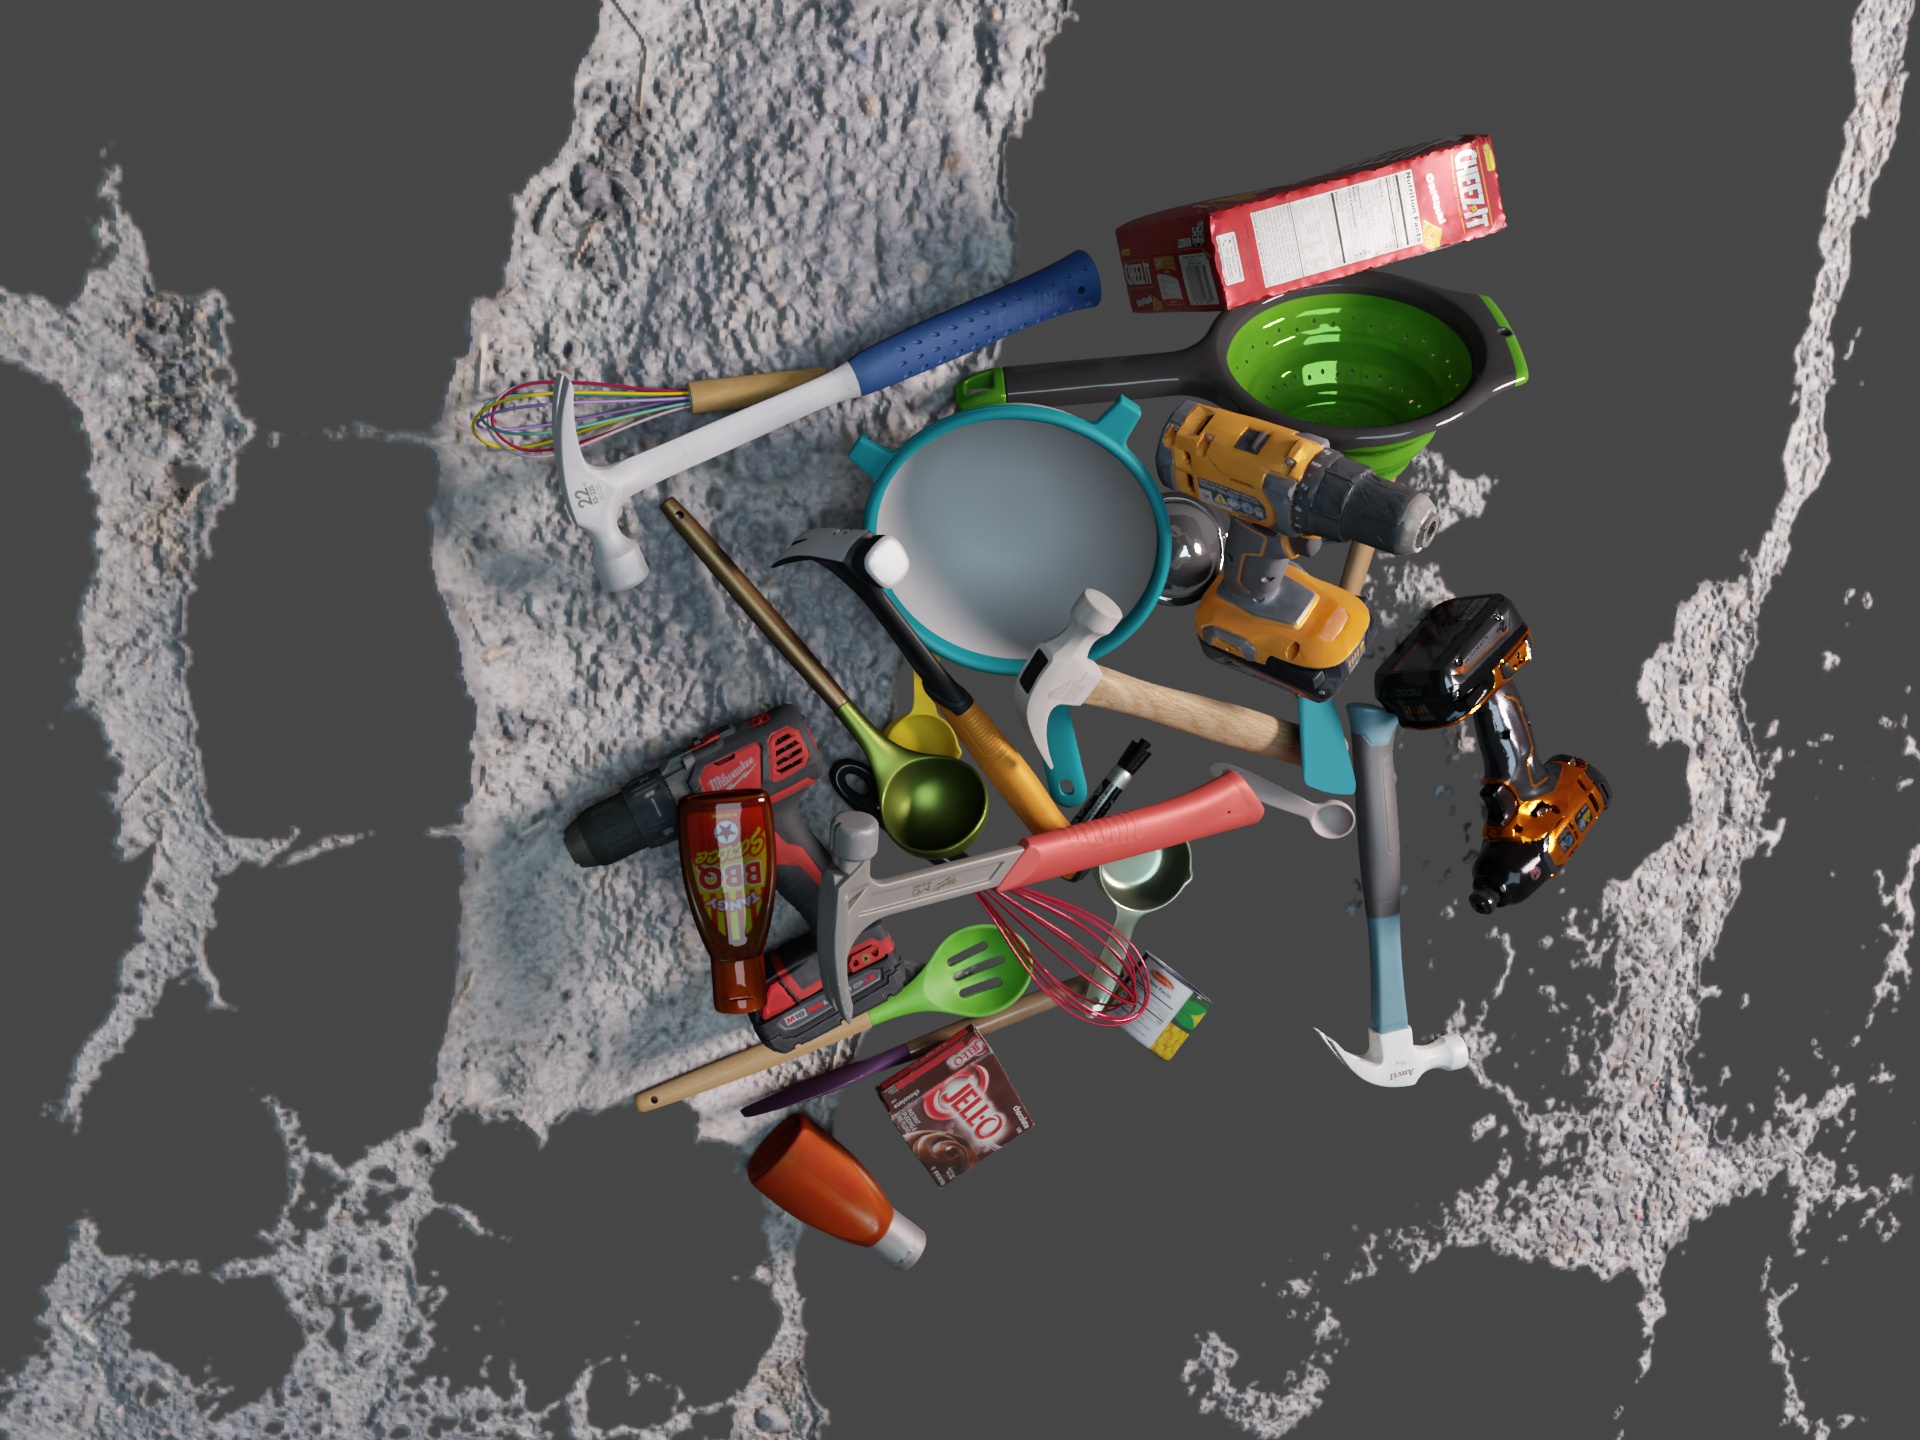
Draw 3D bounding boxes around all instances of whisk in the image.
[{"bbox_3d":[-0.206,-0.215,1.080,0.245,0.051,0.047,-11,124,-17],"label":"whisk"},{"bbox_3d":[0.021,0.125,1.178,0.296,0.073,0.073,39,89,-4],"label":"whisk"}]

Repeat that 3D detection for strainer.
[{"bbox_3d":[0.054,-0.091,1.149,0.211,0.095,0.340,-6,127,11],"label":"strainer"},{"bbox_3d":[0.227,-0.139,1.212,0.258,0.050,0.087,-8,93,-17],"label":"strainer"}]

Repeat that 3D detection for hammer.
[{"bbox_3d":[0.171,-0.002,1.166,0.331,0.031,0.130,14,123,-39],"label":"hammer"},{"bbox_3d":[-0.084,-0.234,1.083,0.405,0.035,0.144,-27,121,-15],"label":"hammer"},{"bbox_3d":[0.065,0.103,1.125,0.359,0.037,0.149,-11,119,-29],"label":"hammer"},{"bbox_3d":[0.346,0.145,1.302,0.128,0.033,0.331,-10,103,-14],"label":"hammer"},{"bbox_3d":[-0.002,-0.004,1.125,0.034,0.127,0.336,-49,122,-20],"label":"hammer"}]

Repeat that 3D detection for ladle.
[{"bbox_3d":[-0.098,-0.032,1.109,0.078,0.062,0.320,-42,98,-15],"label":"ladle"}]

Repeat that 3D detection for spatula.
[{"bbox_3d":[0.308,-0.103,1.211,0.082,0.044,0.317,11,96,-48],"label":"spatula"},{"bbox_3d":[-0.016,0.245,1.216,0.316,0.060,0.018,-18,90,-16],"label":"spatula"}]

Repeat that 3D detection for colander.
[{"bbox_3d":[0.196,-0.226,1.155,0.397,0.205,0.094,-5,137,1],"label":"colander"}]

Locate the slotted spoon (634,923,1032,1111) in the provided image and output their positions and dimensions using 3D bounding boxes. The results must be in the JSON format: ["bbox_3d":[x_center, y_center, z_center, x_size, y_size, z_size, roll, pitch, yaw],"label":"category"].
[{"bbox_3d":[-0.094,0.231,1.200,0.313,0.031,0.070,-20,90,-9],"label":"slotted spoon"}]

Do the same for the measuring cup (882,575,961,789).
[{"bbox_3d":[-0.031,-0.027,1.172,0.062,0.029,0.156,3,90,-20],"label":"measuring cup"}]

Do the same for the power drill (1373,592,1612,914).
[{"bbox_3d":[0.418,0.033,1.255,0.164,0.084,0.226,-43,111,-27],"label":"power drill"}]

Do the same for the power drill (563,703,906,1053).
[{"bbox_3d":[-0.157,0.121,1.137,0.188,0.080,0.226,-26,104,-9],"label":"power drill"}]

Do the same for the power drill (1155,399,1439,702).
[{"bbox_3d":[0.233,-0.107,1.077,0.084,0.185,0.226,-53,148,-20],"label":"power drill"}]

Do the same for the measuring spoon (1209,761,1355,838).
[{"bbox_3d":[0.254,0.057,1.260,0.124,0.018,0.034,24,123,-3],"label":"measuring spoon"}]

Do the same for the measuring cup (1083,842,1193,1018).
[{"bbox_3d":[0.123,0.150,1.239,0.083,0.038,0.167,17,98,-18],"label":"measuring cup"}]
